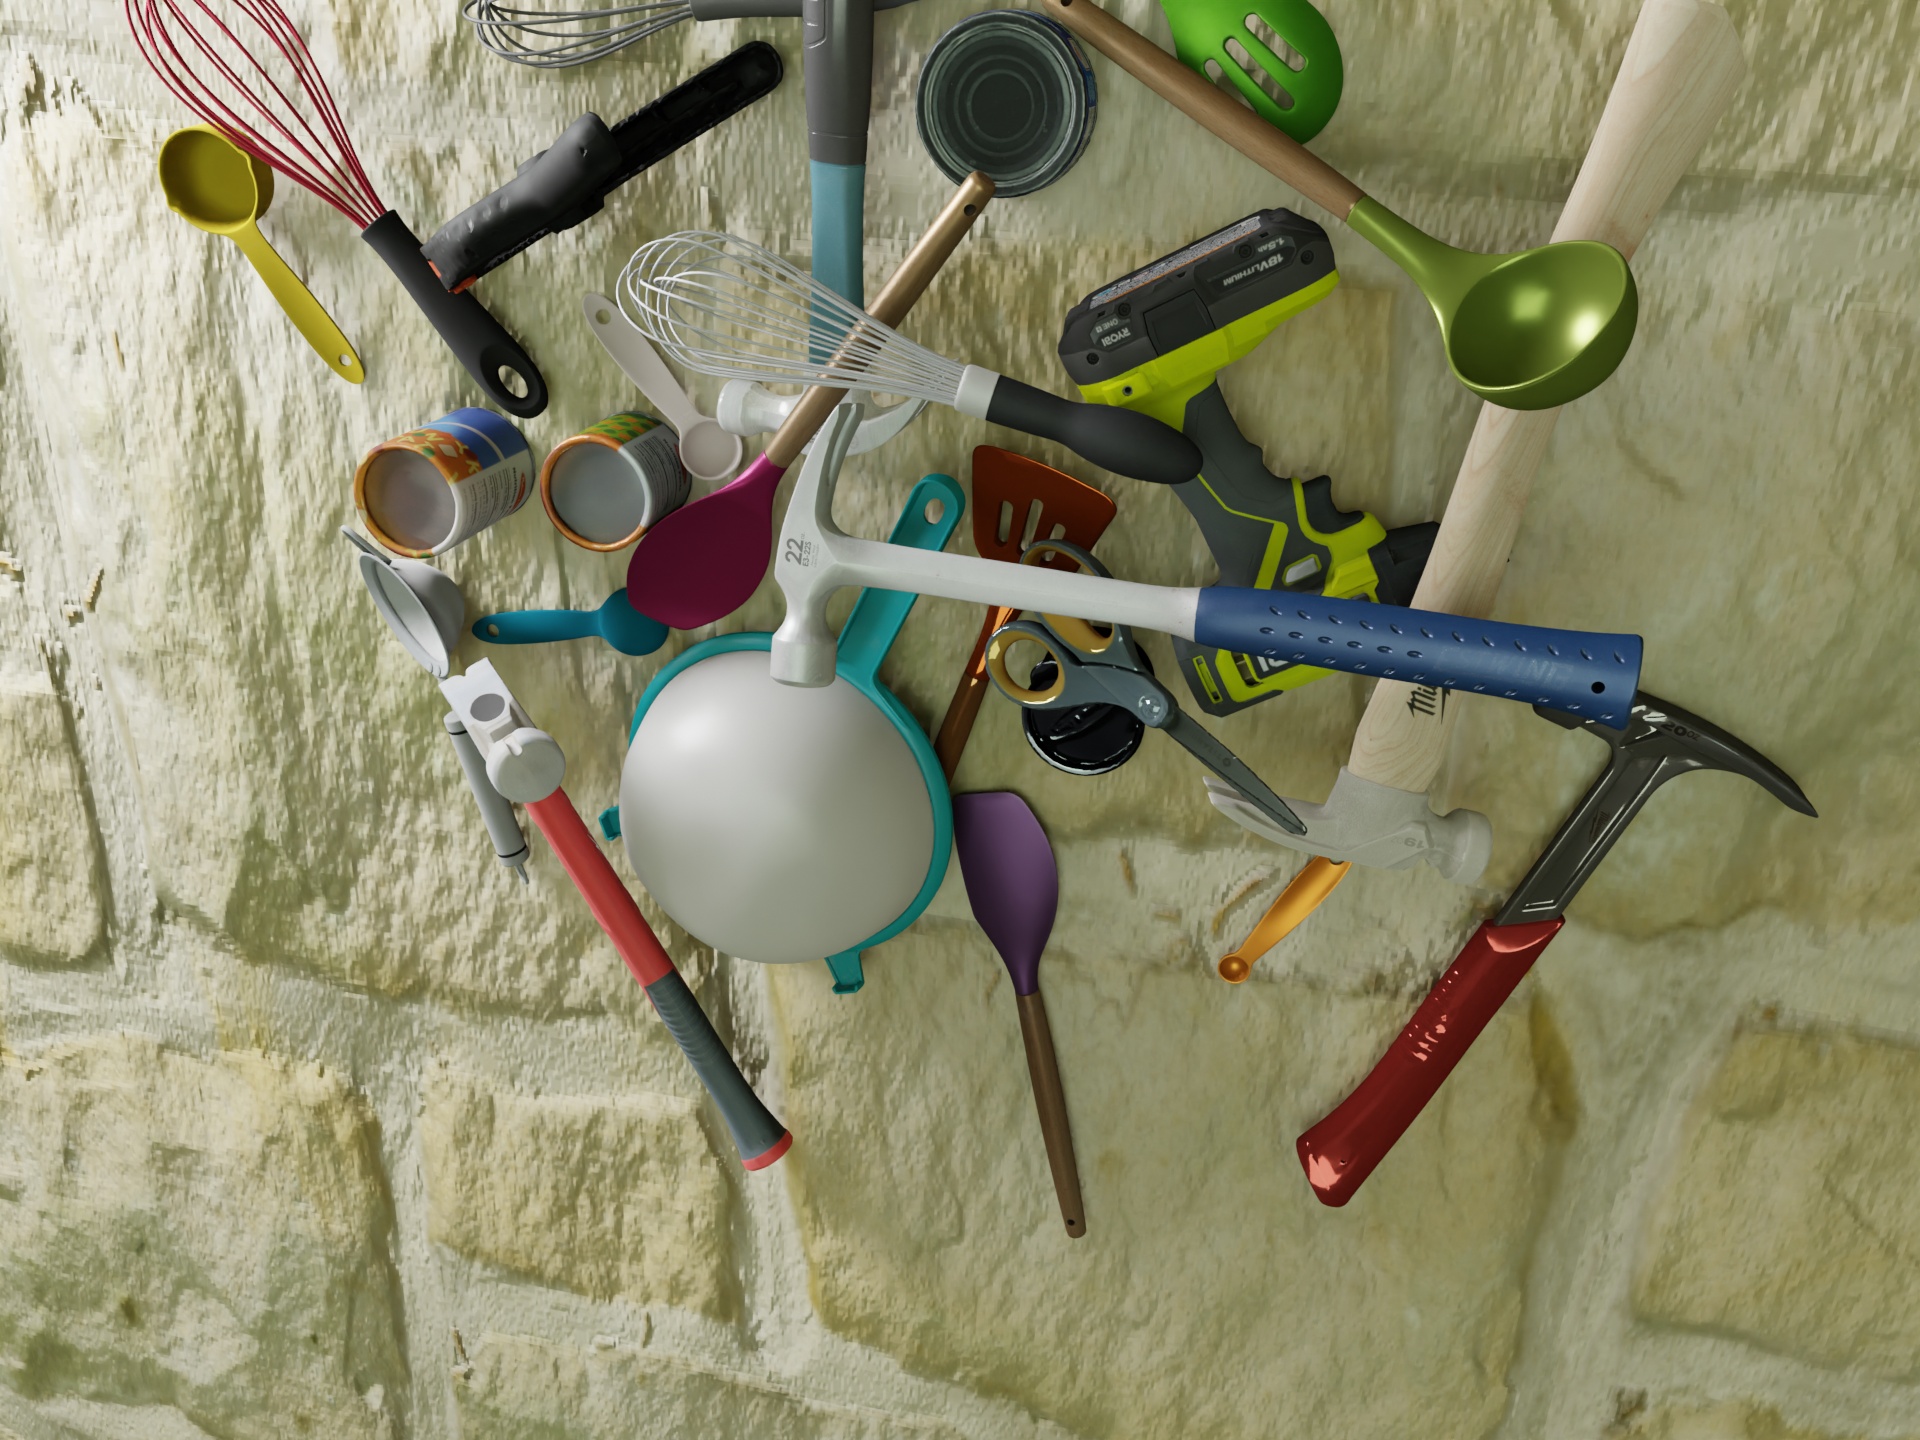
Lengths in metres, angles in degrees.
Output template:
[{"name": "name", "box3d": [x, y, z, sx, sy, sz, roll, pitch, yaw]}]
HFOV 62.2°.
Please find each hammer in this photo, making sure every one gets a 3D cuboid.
[{"name": "hammer", "box3d": [0.241, -0.118, 0.735, 0.146, 0.038, 0.410, 13, 111, -7]}, {"name": "hammer", "box3d": [0.102, -0.057, 0.745, 0.405, 0.035, 0.144, 10, 105, 16]}, {"name": "hammer", "box3d": [-0.060, -0.282, 0.761, 0.128, 0.033, 0.330, 14, 124, 17]}, {"name": "hammer", "box3d": [0.303, 0.144, 0.890, 0.149, 0.037, 0.359, 27, 116, 1]}, {"name": "hammer", "box3d": [-0.197, 0.134, 0.963, 0.038, 0.143, 0.385, -33, 125, -15]}]

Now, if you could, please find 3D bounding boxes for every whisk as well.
[{"name": "whisk", "box3d": [-0.022, -0.164, 0.739, 0.284, 0.070, 0.070, 18, 116, 0]}, {"name": "whisk", "box3d": [-0.128, -0.353, 0.775, 0.239, 0.055, 0.055, -1, 113, 10]}, {"name": "whisk", "box3d": [-0.325, -0.281, 0.848, 0.073, 0.073, 0.295, -32, 108, 23]}]

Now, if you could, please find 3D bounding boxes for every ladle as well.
[{"name": "ladle", "box3d": [0.152, -0.243, 0.694, 0.320, 0.062, 0.078, 42, 94, 17]}]

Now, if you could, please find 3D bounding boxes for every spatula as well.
[{"name": "spatula", "box3d": [0.048, 0.188, 0.980, 0.060, 0.018, 0.315, -4, 111, 20]}, {"name": "spatula", "box3d": [-0.001, -0.003, 0.897, 0.081, 0.041, 0.322, 25, 117, 6]}]

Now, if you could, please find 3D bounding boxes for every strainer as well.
[{"name": "strainer", "box3d": [-0.306, -0.008, 0.968, 0.087, 0.050, 0.258, 18, 130, 46]}, {"name": "strainer", "box3d": [-0.090, 0.016, 0.874, 0.211, 0.095, 0.340, 33, 123, 5]}]

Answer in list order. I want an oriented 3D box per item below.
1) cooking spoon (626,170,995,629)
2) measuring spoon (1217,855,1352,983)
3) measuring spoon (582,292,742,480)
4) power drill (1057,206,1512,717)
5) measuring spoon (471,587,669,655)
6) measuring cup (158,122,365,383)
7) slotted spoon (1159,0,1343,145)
[{"name": "cooking spoon", "box3d": [-0.080, -0.152, 0.810, 0.068, 0.017, 0.318, 26, 129, -25]}, {"name": "measuring spoon", "box3d": [0.189, 0.109, 0.919, 0.021, 0.011, 0.117, 36, 112, -3]}, {"name": "measuring spoon", "box3d": [-0.165, -0.183, 0.874, 0.034, 0.018, 0.124, -39, 94, -5]}, {"name": "power drill", "box3d": [0.159, -0.128, 0.788, 0.171, 0.080, 0.223, -23, 109, 16]}, {"name": "measuring spoon", "box3d": [-0.235, -0.053, 0.941, 0.128, 0.021, 0.042, -2, 112, 15]}, {"name": "measuring cup", "box3d": [-0.381, -0.260, 0.891, 0.062, 0.029, 0.156, -21, 118, 21]}, {"name": "slotted spoon", "box3d": [0.054, -0.381, 0.729, 0.313, 0.031, 0.070, 43, 120, -5]}]
